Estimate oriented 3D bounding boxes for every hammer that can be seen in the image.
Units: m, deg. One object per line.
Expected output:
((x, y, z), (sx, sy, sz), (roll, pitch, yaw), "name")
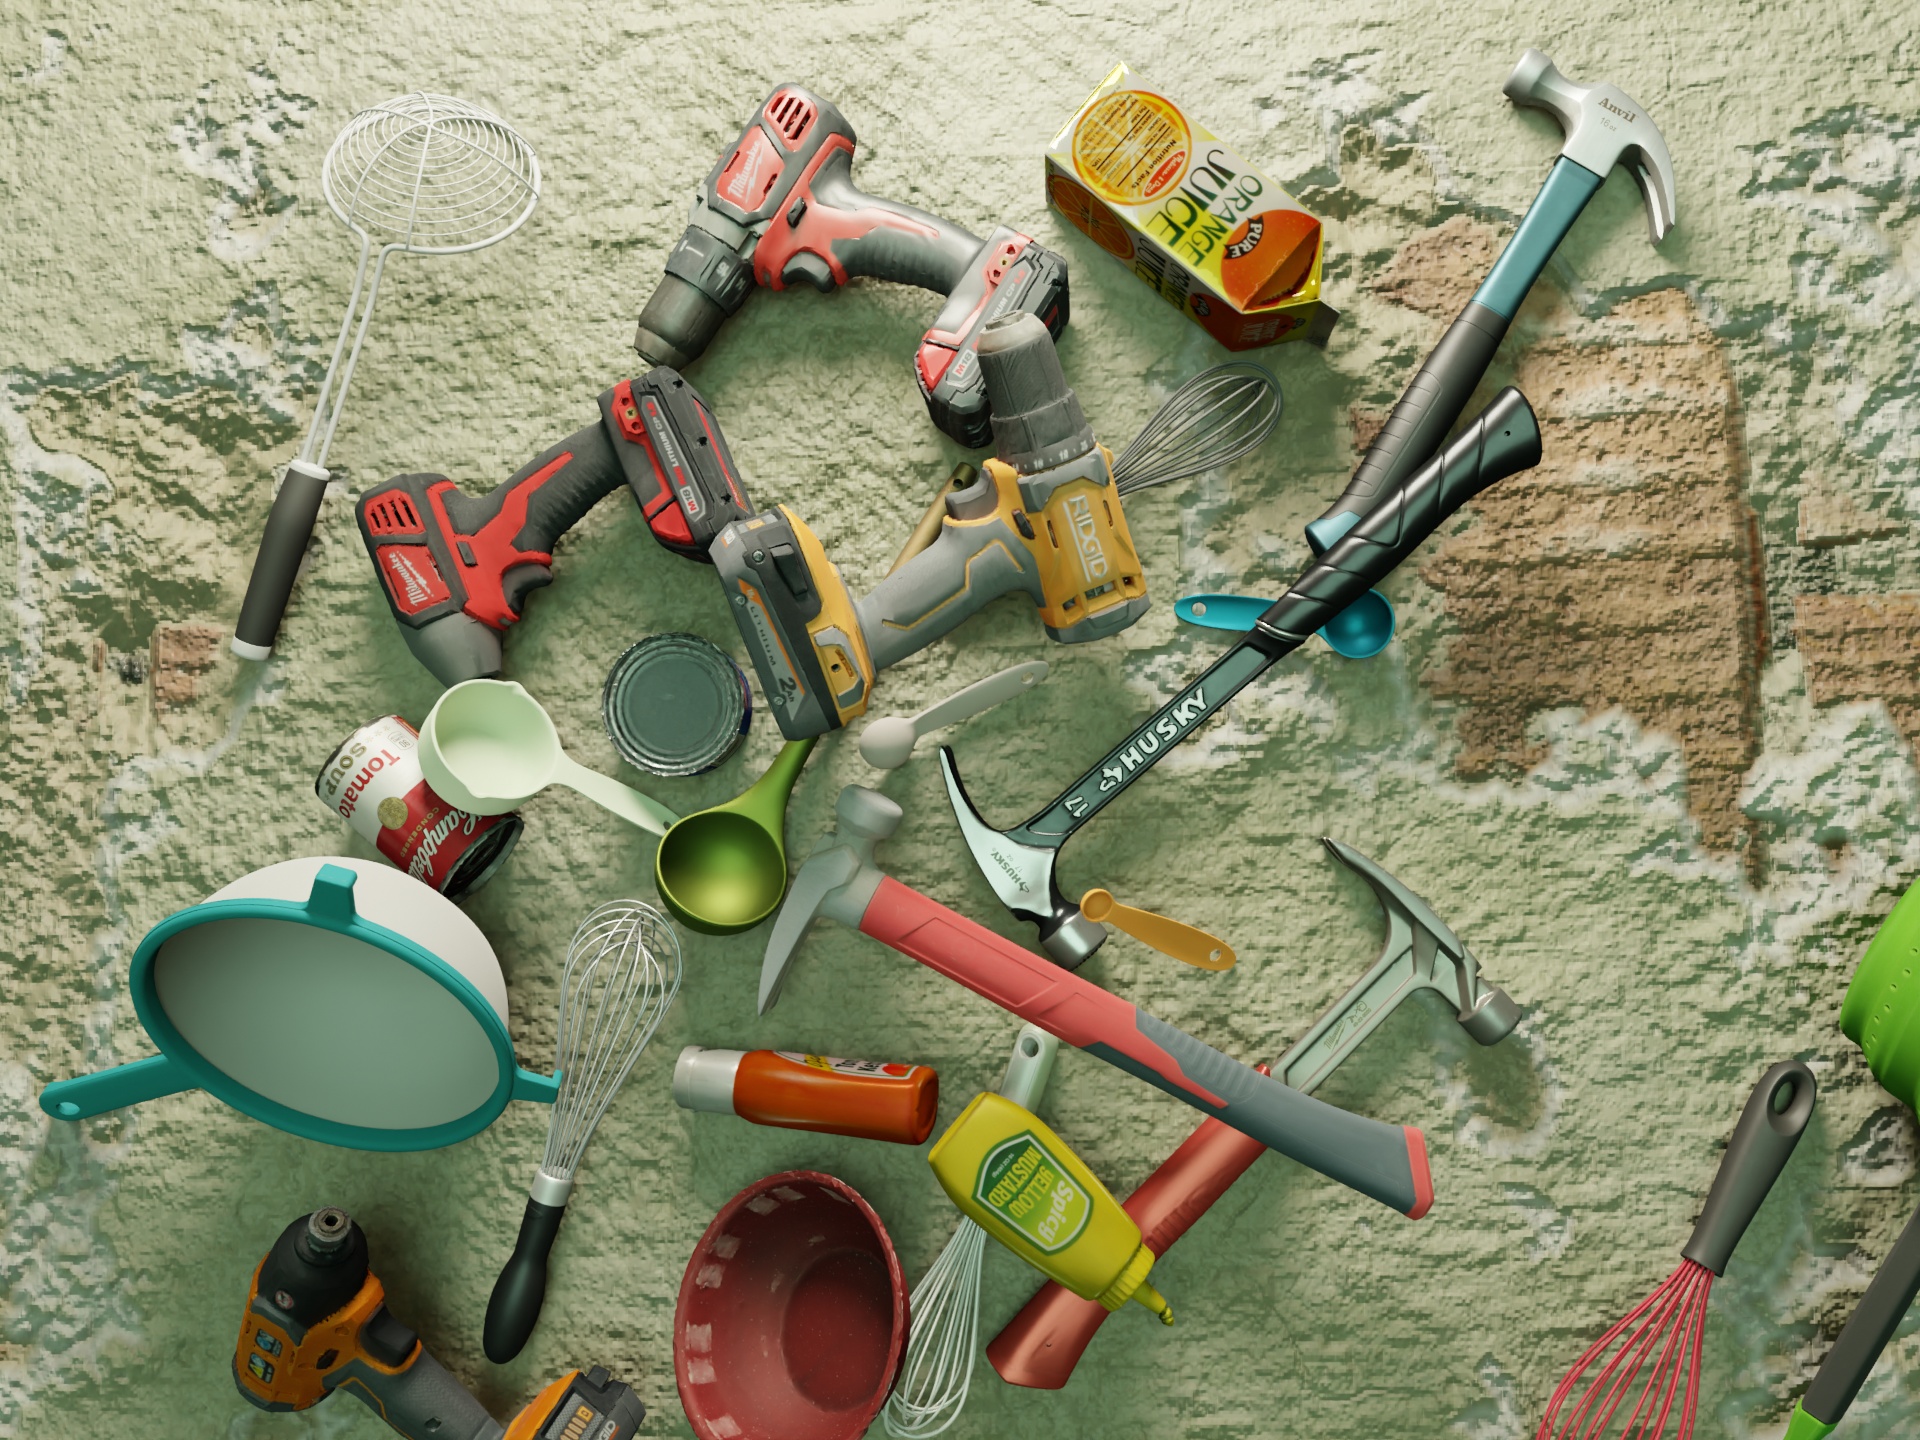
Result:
((0.145, 0.238, 0.913), (0.359, 0.036, 0.149), (-45, 85, -1), "hammer")
((0.303, -0.229, 0.939), (0.128, 0.033, 0.331), (32, 89, 6), "hammer")
((0.165, -0.042, 0.911), (0.409, 0.036, 0.149), (-42, 84, 6), "hammer")
((0.075, 0.184, 0.886), (0.386, 0.038, 0.143), (27, 96, 8), "hammer")

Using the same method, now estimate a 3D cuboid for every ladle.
((-0.076, -0.017, 0.936), (0.078, 0.062, 0.320), (31, 86, -2), "ladle")

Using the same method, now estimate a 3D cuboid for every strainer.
((-0.397, 0.163, 0.922), (0.340, 0.095, 0.210), (-18, 126, 24), "strainer")

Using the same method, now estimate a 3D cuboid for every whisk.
((0.087, -0.134, 0.942), (0.239, 0.055, 0.055), (-33, 85, 5), "whisk")
((-0.229, 0.241, 0.928), (0.070, 0.070, 0.284), (19, 92, 5), "whisk")
((0.402, 0.320, 0.883), (0.073, 0.073, 0.296), (31, 82, 5), "whisk")
((0.007, 0.291, 0.914), (0.058, 0.059, 0.246), (16, 82, 32), "whisk")

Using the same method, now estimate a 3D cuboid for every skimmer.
((-0.368, -0.210, 0.981), (0.127, 0.090, 0.363), (22, 98, 2), "skimmer")

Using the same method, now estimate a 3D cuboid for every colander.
((0.509, 0.217, 0.863), (0.095, 0.204, 0.397), (32, 106, 38), "colander")

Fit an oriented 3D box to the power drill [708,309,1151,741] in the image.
((-0.021, -0.105, 0.872), (0.226, 0.084, 0.185), (-22, 111, -7), "power drill")

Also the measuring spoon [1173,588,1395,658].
((0.192, -0.062, 0.945), (0.128, 0.021, 0.042), (6, 98, 13), "measuring spoon")

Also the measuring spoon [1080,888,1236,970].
((0.113, 0.120, 0.910), (0.116, 0.011, 0.021), (25, 98, -28), "measuring spoon")

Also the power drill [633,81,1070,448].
((-0.068, -0.249, 0.943), (0.227, 0.080, 0.188), (33, 88, 8), "power drill")

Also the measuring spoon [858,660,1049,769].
((-0.001, -0.003, 0.942), (0.124, 0.034, 0.018), (-26, 40, -2), "measuring spoon")

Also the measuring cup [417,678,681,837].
((-0.238, 0.038, 0.932), (0.167, 0.038, 0.083), (30, 46, -26), "measuring cup")

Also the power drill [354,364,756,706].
((-0.238, -0.107, 0.944), (0.219, 0.078, 0.143), (-23, 85, 4), "power drill")

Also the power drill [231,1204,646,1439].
((-0.293, 0.362, 0.877), (0.226, 0.084, 0.164), (31, 126, 5), "power drill")
